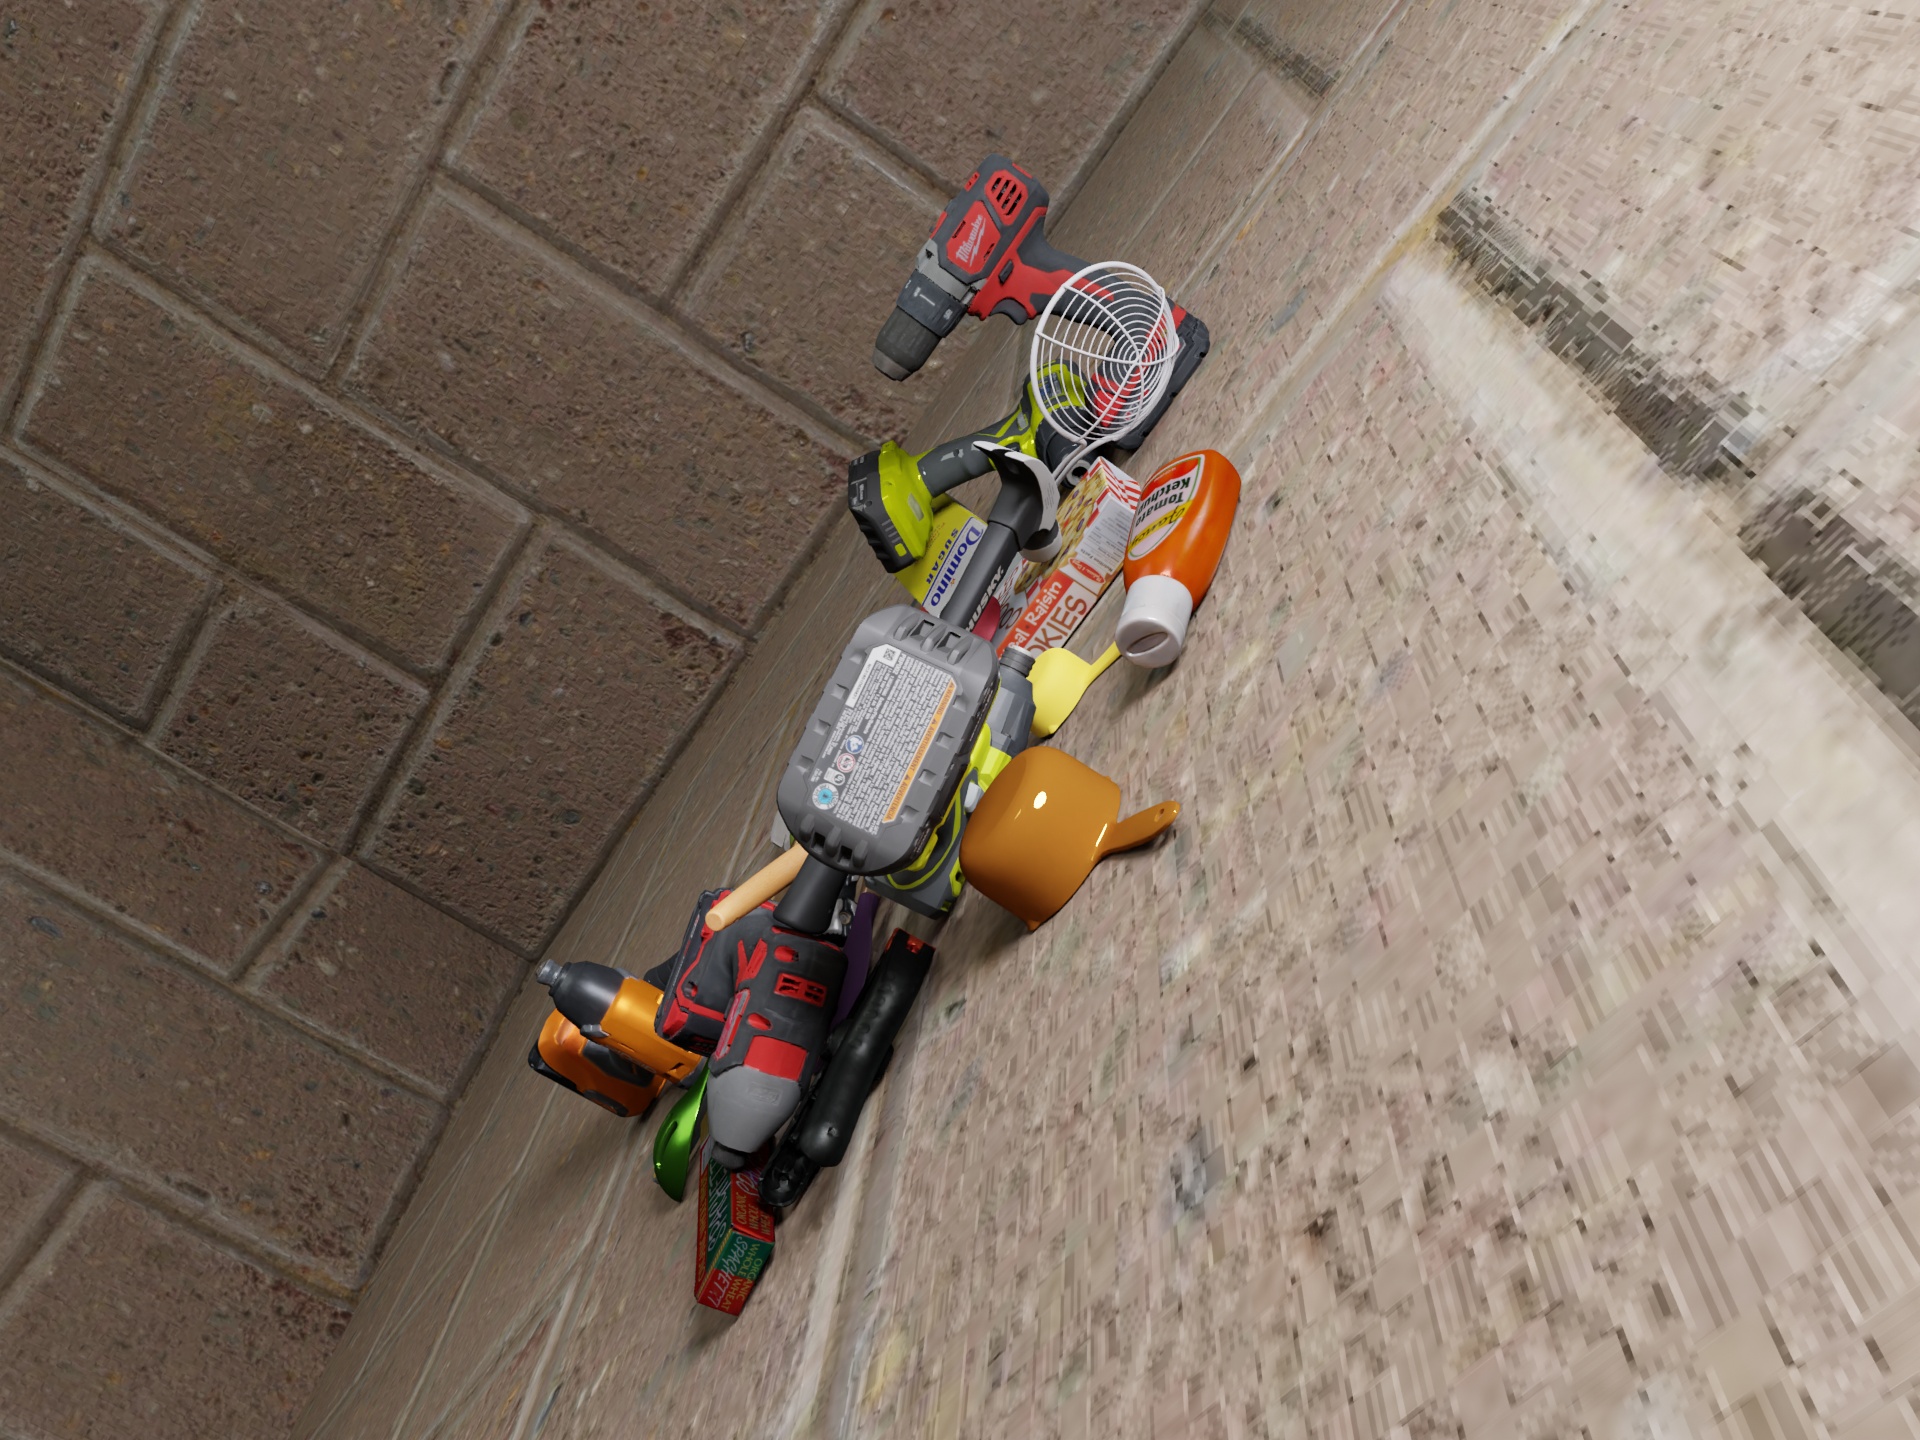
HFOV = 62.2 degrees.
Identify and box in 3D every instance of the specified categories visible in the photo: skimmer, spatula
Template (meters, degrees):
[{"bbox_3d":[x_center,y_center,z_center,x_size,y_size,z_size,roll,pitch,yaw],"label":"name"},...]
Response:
[{"bbox_3d":[0.051,-0.196,1.240,0.363,0.127,0.090,-50,56,50],"label":"skimmer"},{"bbox_3d":[-0.057,0.103,1.118,0.059,0.018,0.316,-44,24,45],"label":"spatula"},{"bbox_3d":[-0.089,0.068,1.040,0.081,0.041,0.322,-53,-8,24],"label":"spatula"}]

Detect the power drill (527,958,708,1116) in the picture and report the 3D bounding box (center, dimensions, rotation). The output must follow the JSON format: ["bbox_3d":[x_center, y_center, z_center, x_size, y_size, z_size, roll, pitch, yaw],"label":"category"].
[{"bbox_3d":[-0.308,0.272,1.389,0.226,0.164,0.084,-41,20,59],"label":"power drill"}]

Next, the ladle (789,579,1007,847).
[{"bbox_3d":[-0.030,-0.002,1.307,0.320,0.062,0.078,-50,1,-2],"label":"ladle"}]

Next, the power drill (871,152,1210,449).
[{"bbox_3d":[0.059,-0.304,1.248,0.188,0.226,0.080,-54,12,14],"label":"power drill"}]

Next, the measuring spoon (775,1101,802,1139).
[{"bbox_3d":[-0.122,0.247,1.053,0.034,0.018,0.124,-58,11,-6],"label":"measuring spoon"}]

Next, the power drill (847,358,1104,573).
[{"bbox_3d":[0.020,-0.219,1.384,0.228,0.080,0.191,-24,31,12],"label":"power drill"}]

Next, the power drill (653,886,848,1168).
[{"bbox_3d":[-0.136,0.190,1.018,0.220,0.078,0.143,-166,96,-73],"label":"power drill"}]

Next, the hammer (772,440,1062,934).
[{"bbox_3d":[-0.026,-0.020,0.984,0.335,0.035,0.146,-62,-19,-15],"label":"hammer"}]

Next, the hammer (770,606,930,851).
[{"bbox_3d":[-0.076,-0.032,1.548,0.359,0.036,0.149,-55,12,13],"label":"hammer"}]

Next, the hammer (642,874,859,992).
[{"bbox_3d":[-0.179,0.163,1.299,0.409,0.036,0.149,-38,44,51],"label":"hammer"}]

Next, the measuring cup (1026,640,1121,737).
[{"bbox_3d":[0.080,-0.046,0.976,0.156,0.029,0.062,-46,16,42],"label":"measuring cup"}]

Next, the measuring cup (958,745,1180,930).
[{"bbox_3d":[0.051,0.048,0.792,0.095,0.052,0.173,-61,11,-20],"label":"measuring cup"}]

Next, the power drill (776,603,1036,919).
[{"bbox_3d":[-0.015,0.020,0.887,0.171,0.080,0.223,-64,-14,-4],"label":"power drill"}]

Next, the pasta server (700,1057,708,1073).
[{"bbox_3d":[-0.151,0.167,1.370,0.060,0.040,0.316,-40,24,54],"label":"pasta server"}]

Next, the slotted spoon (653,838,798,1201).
[{"bbox_3d":[-0.161,0.201,1.153,0.314,0.031,0.070,-67,18,4],"label":"slotted spoon"}]

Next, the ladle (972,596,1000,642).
[{"bbox_3d":[-0.024,-0.054,1.243,0.069,0.031,0.315,-60,8,-9],"label":"ladle"}]
